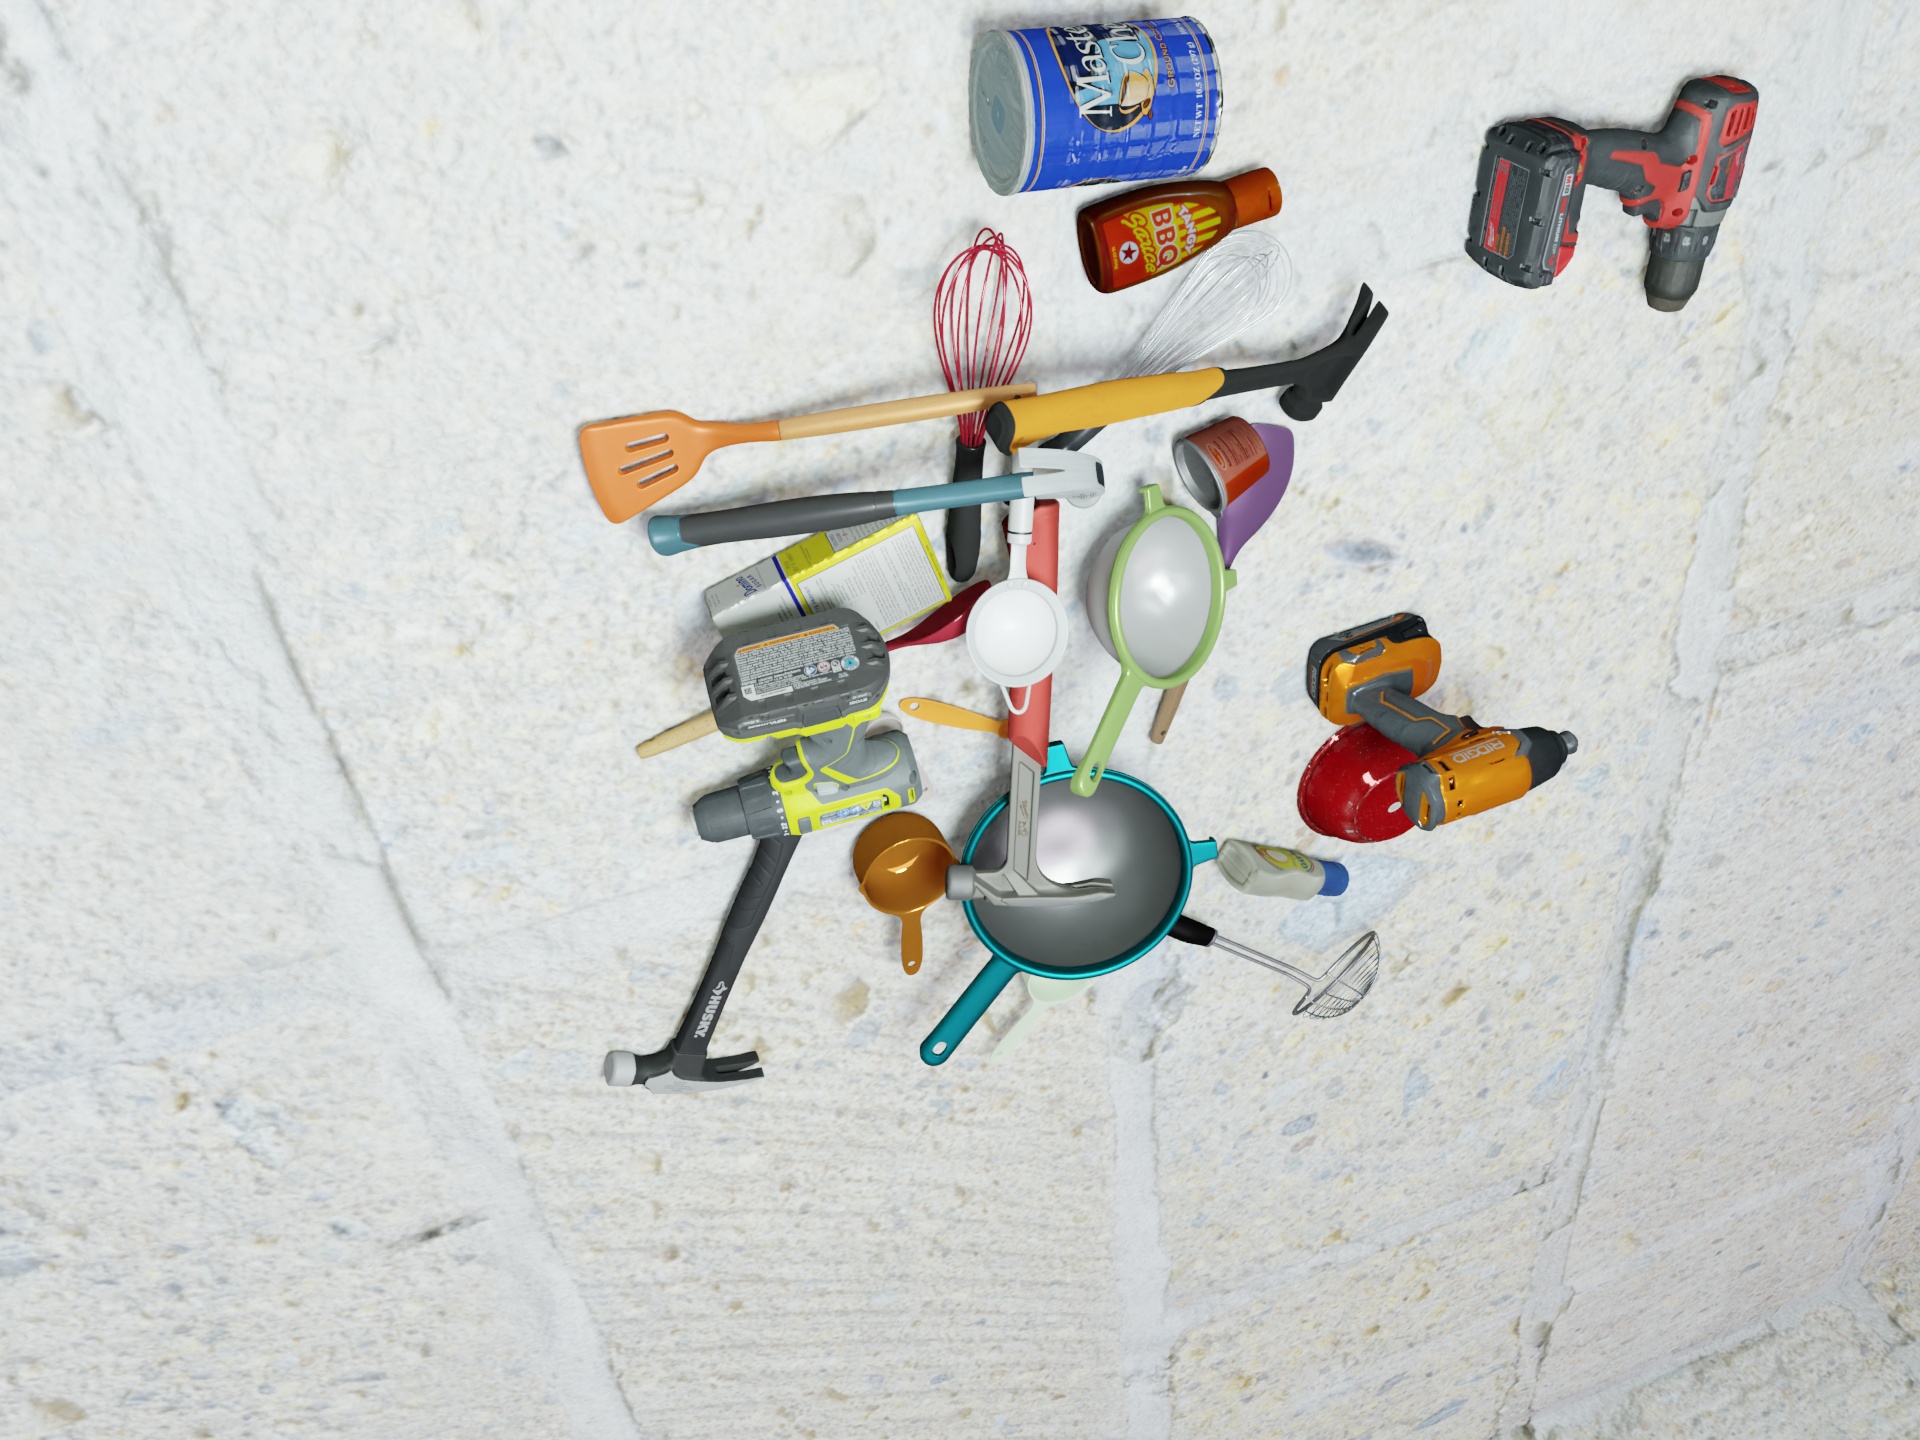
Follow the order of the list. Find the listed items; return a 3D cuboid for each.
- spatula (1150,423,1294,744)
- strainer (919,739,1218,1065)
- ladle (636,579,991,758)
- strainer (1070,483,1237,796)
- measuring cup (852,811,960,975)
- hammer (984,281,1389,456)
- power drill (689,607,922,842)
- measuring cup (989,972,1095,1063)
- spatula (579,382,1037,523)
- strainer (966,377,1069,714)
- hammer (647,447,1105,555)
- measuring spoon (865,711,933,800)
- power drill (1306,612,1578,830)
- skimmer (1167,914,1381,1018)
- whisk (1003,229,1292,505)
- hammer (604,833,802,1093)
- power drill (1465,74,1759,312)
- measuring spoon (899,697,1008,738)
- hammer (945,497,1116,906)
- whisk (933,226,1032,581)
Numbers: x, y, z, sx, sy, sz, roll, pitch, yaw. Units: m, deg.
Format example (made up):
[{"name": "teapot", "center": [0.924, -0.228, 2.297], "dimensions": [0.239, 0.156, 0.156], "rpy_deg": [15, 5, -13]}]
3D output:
[{"name": "spatula", "center": [0.223, -0.112, 1.394], "dimensions": [0.059, 0.018, 0.315], "rpy_deg": [5, 121, -22]}, {"name": "strainer", "center": [0.063, 0.174, 1.472], "dimensions": [0.211, 0.095, 0.340], "rpy_deg": [32, 106, -17]}, {"name": "ladle", "center": [-0.115, -0.036, 1.281], "dimensions": [0.315, 0.069, 0.031], "rpy_deg": [-23, 106, 1]}, {"name": "strainer", "center": [0.130, -0.057, 1.310], "dimensions": [0.151, 0.069, 0.256], "rpy_deg": [37, 72, -42]}, {"name": "measuring cup", "center": [-0.053, 0.158, 1.450], "dimensions": [0.095, 0.052, 0.173], "rpy_deg": [-13, 130, -15]}, {"name": "hammer", "center": [0.166, -0.249, 1.176], "dimensions": [0.337, 0.034, 0.127], "rpy_deg": [-17, 155, -29]}, {"name": "power drill", "center": [-0.131, 0.020, 1.253], "dimensions": [0.190, 0.080, 0.228], "rpy_deg": [-14, 149, -7]}, {"name": "measuring cup", "center": [0.072, 0.278, 1.605], "dimensions": [0.083, 0.038, 0.167], "rpy_deg": [20, 116, -34]}, {"name": "spatula", "center": [-0.105, -0.206, 1.133], "dimensions": [0.322, 0.041, 0.081], "rpy_deg": [-8, 129, 3]}, {"name": "strainer", "center": [0.046, -0.135, 1.237], "dimensions": [0.087, 0.050, 0.258], "rpy_deg": [-2, 107, -20]}, {"name": "hammer", "center": [-0.060, -0.155, 1.153], "dimensions": [0.331, 0.128, 0.033], "rpy_deg": [-7, 90, 4]}, {"name": "measuring spoon", "center": [-0.051, 0.031, 1.384], "dimensions": [0.034, 0.018, 0.124], "rpy_deg": [-26, 138, 4]}, {"name": "power drill", "center": [0.430, -0.003, 1.428], "dimensions": [0.164, 0.227, 0.084], "rpy_deg": [-17, 130, -12]}, {"name": "skimmer", "center": [0.300, 0.230, 1.677], "dimensions": [0.363, 0.090, 0.127], "rpy_deg": [24, 116, -24]}, {"name": "whisk", "center": [0.138, -0.263, 1.221], "dimensions": [0.284, 0.070, 0.070], "rpy_deg": [-42, 130, 15]}, {"name": "hammer", "center": [-0.201, 0.209, 1.432], "dimensions": [0.146, 0.035, 0.334], "rpy_deg": [11, 119, -29]}, {"name": "power drill", "center": [0.524, -0.406, 1.276], "dimensions": [0.226, 0.080, 0.187], "rpy_deg": [-15, 130, -17]}, {"name": "measuring spoon", "center": [-0.002, -0.004, 1.381], "dimensions": [0.116, 0.011, 0.021], "rpy_deg": [13, 118, -27]}, {"name": "hammer", "center": [0.067, -0.008, 1.330], "dimensions": [0.149, 0.037, 0.359], "rpy_deg": [0, 112, -6]}, {"name": "whisk", "center": [0.009, -0.225, 1.189], "dimensions": [0.073, 0.073, 0.295], "rpy_deg": [-10, 133, -17]}]
